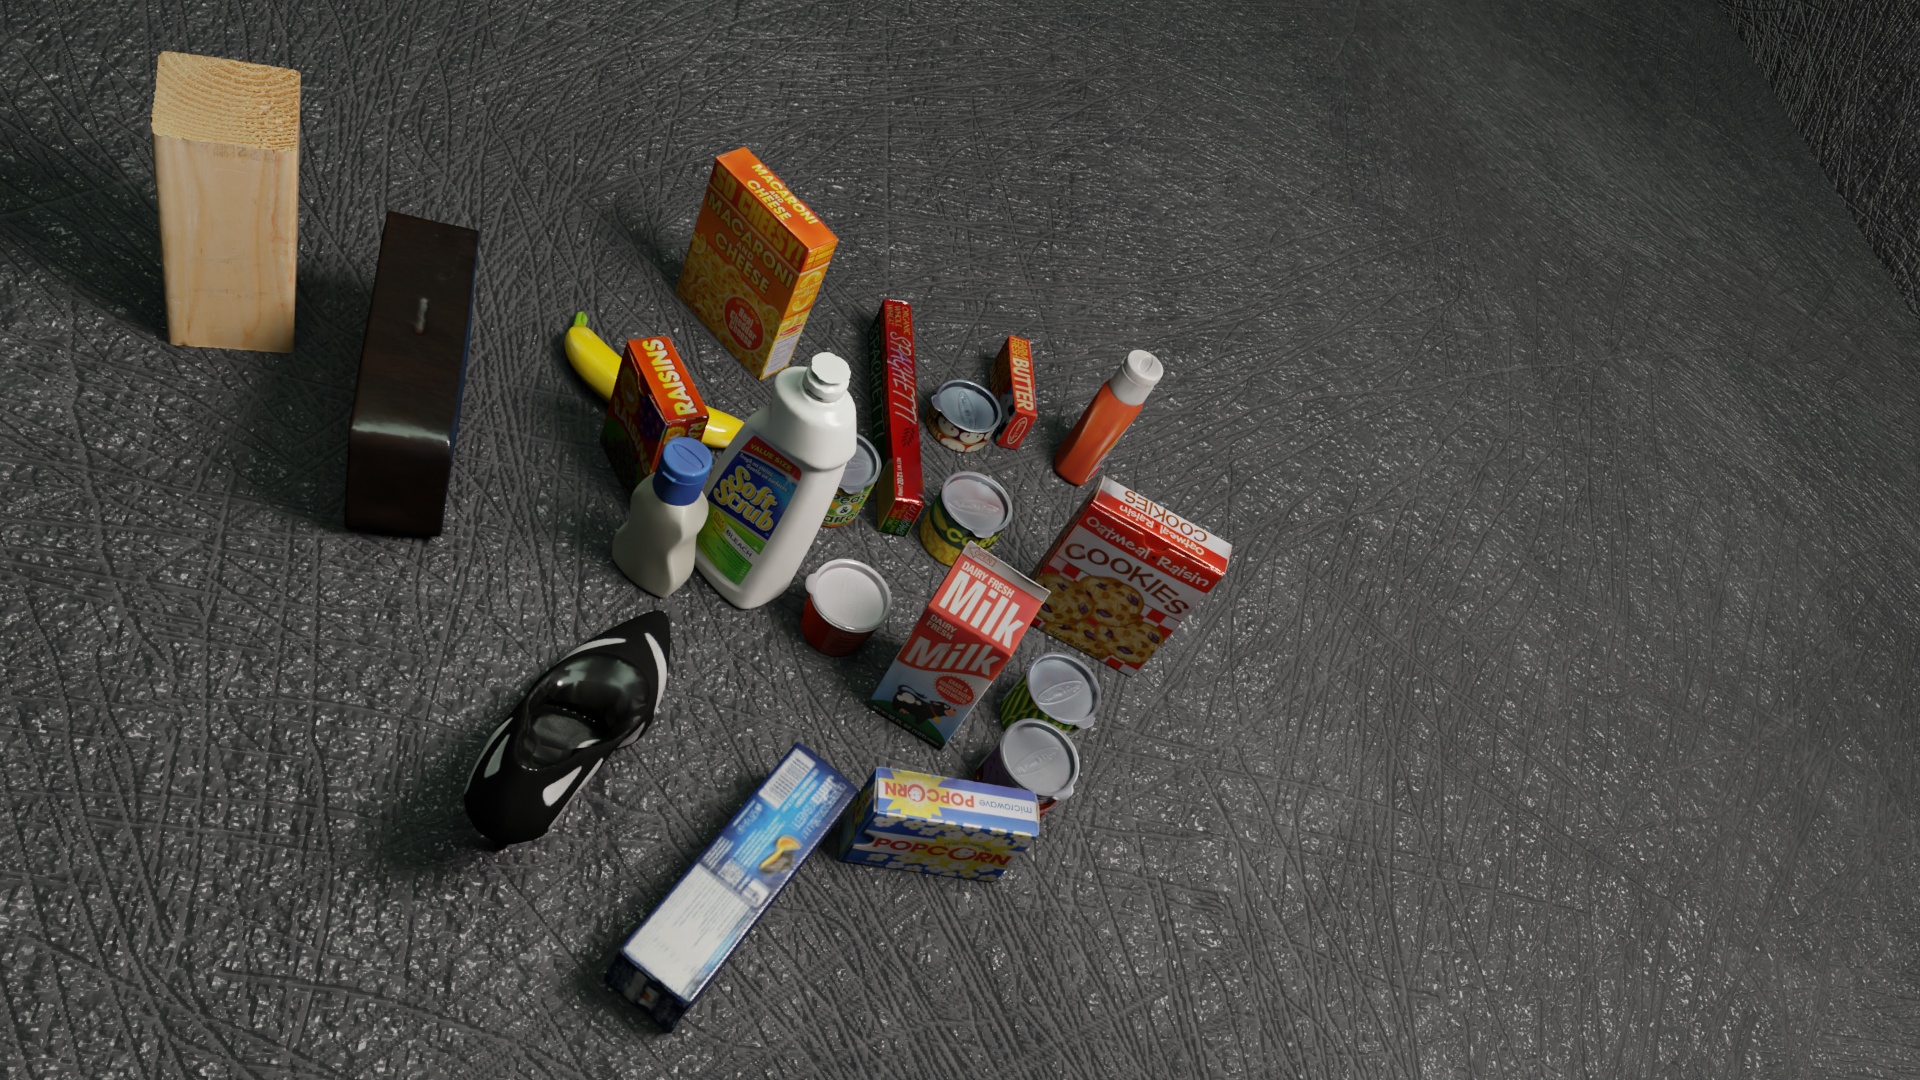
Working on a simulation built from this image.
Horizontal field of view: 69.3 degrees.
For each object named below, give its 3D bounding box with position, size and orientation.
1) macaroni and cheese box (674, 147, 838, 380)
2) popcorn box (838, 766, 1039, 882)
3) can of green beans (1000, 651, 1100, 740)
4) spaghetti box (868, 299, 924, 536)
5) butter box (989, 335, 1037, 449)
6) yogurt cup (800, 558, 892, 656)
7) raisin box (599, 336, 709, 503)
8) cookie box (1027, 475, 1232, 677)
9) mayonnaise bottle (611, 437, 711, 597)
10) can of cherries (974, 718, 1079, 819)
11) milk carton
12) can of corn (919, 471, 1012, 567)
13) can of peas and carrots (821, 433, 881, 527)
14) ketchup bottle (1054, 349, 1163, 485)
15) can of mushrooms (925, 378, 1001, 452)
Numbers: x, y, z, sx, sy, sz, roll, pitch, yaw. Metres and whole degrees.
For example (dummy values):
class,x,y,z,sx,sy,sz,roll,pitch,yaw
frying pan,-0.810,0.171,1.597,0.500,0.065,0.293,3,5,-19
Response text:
class,x,y,z,sx,sy,sz,roll,pitch,yaw
macaroni and cheese box,-0.183,-0.243,1.230,0.124,0.165,0.040,46,49,12
popcorn box,-0.016,0.209,1.014,0.127,0.084,0.038,12,50,-18
can of green beans,0.073,0.134,1.136,0.071,0.057,0.071,14,50,-17
spaghetti box,-0.060,-0.118,1.272,0.029,0.050,0.251,10,51,-20
butter box,0.051,-0.144,1.346,0.024,0.052,0.104,12,51,-18
yogurt cup,-0.095,0.057,1.115,0.072,0.053,0.073,14,50,-17
raisin box,-0.246,-0.090,1.108,0.040,0.122,0.086,-13,62,-34
cookie box,0.132,0.034,1.169,0.123,0.166,0.040,28,47,-4
mayonnaise bottle,-0.221,-0.019,1.048,0.065,0.147,0.041,38,48,5
can of cherries,0.052,0.184,1.086,0.071,0.058,0.072,14,50,-17
milk carton,0.001,0.073,1.058,0.072,0.189,0.074,32,47,-1
can of corn,0.004,-0.015,1.218,0.071,0.058,0.071,14,50,-17
can of peas and carrots,-0.108,-0.052,1.191,0.071,0.058,0.071,14,50,-17
ketchup bottle,0.139,-0.117,1.303,0.043,0.148,0.065,32,47,0
can of mushrooms,0.000,-0.118,1.314,0.071,0.033,0.071,14,50,-17
